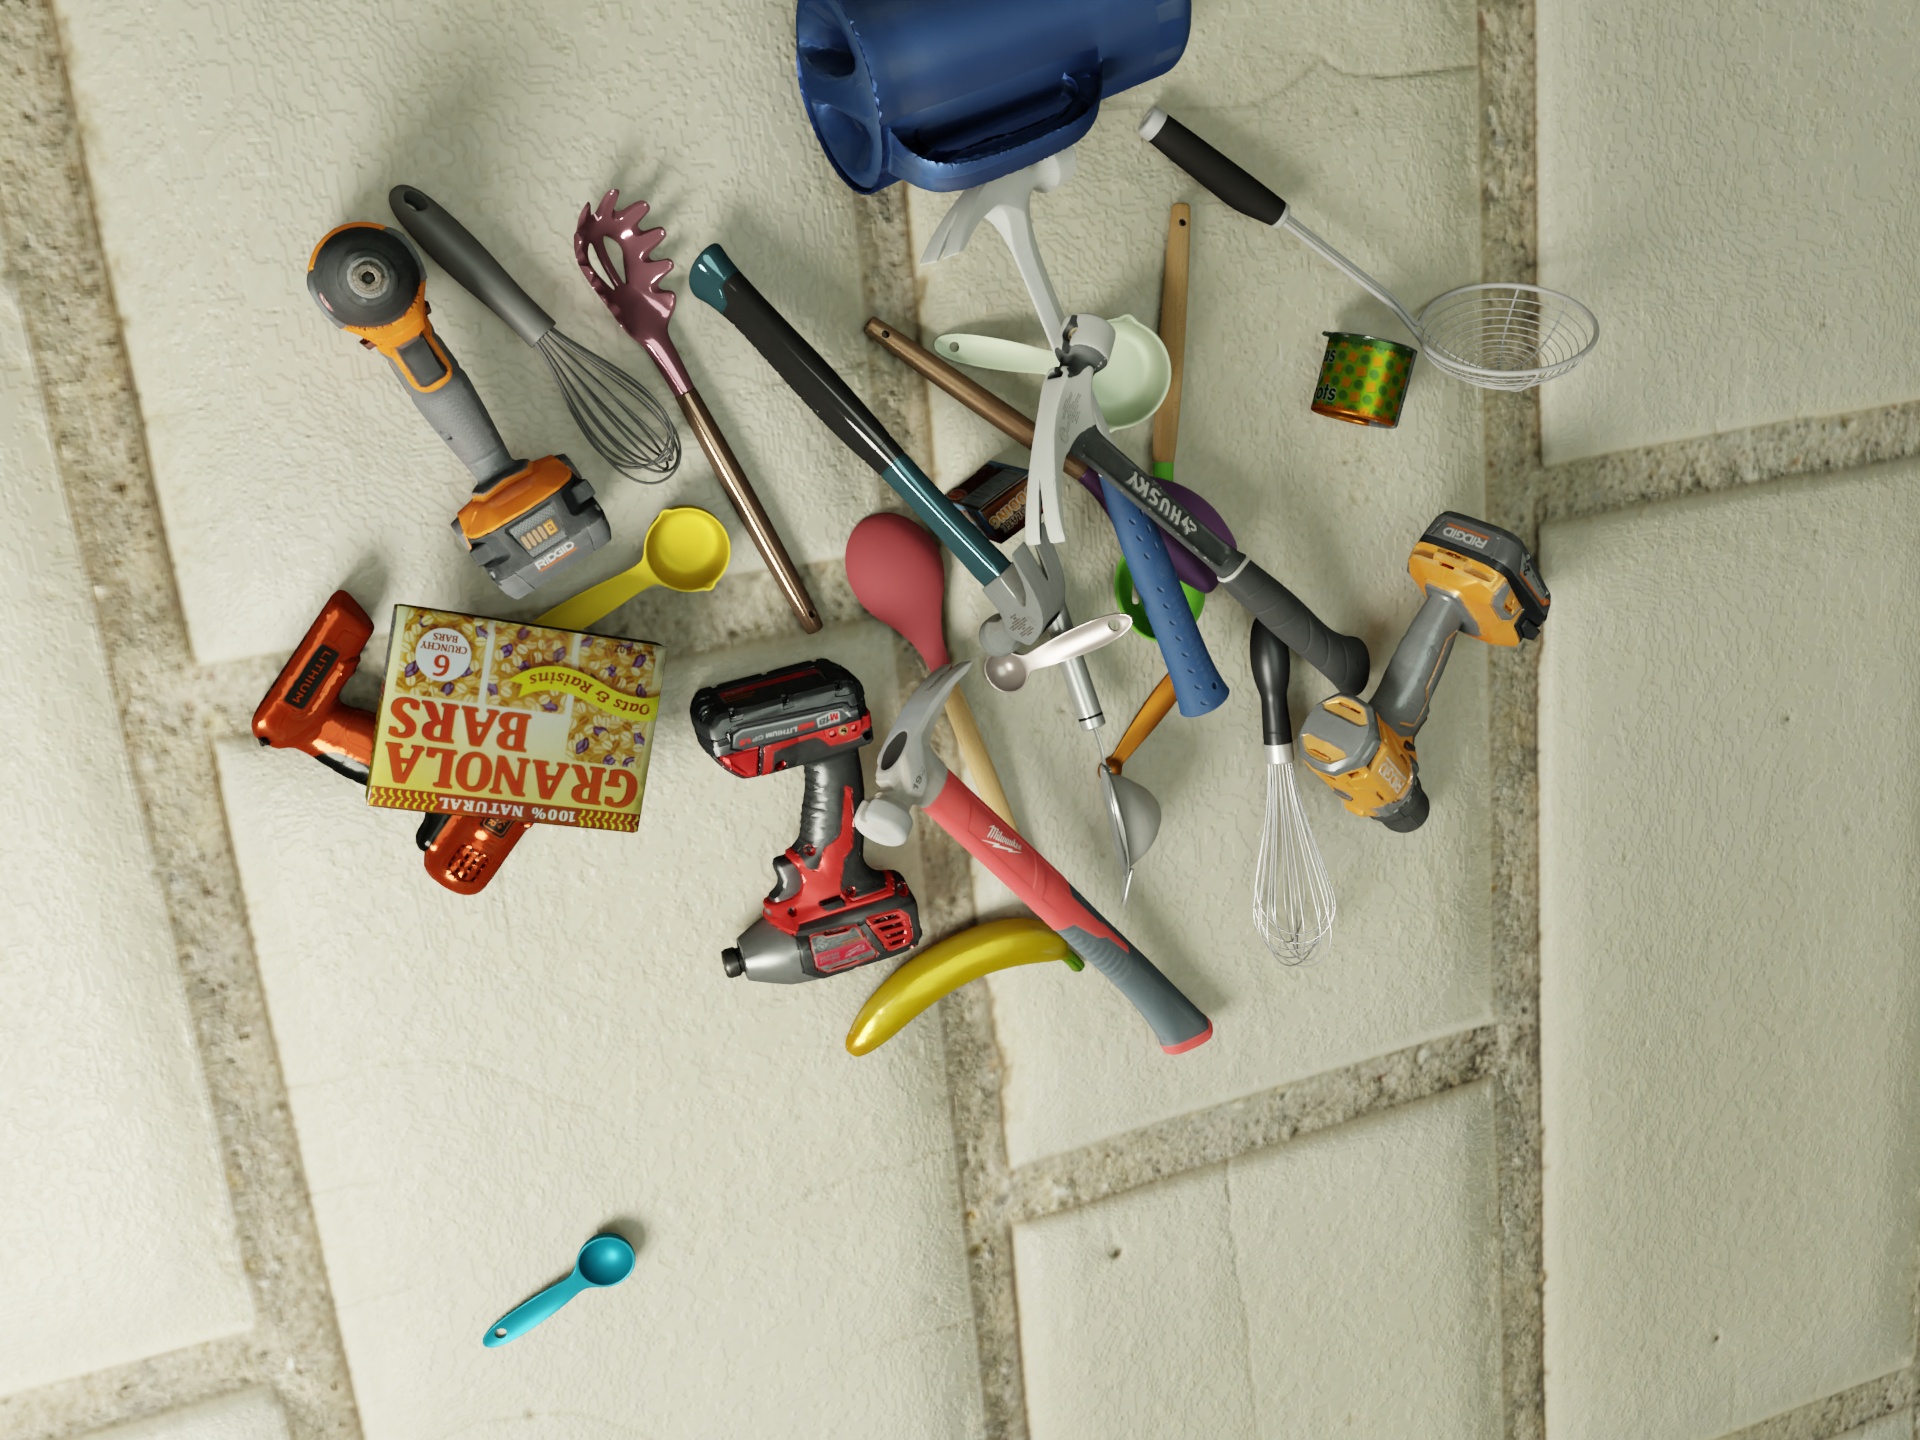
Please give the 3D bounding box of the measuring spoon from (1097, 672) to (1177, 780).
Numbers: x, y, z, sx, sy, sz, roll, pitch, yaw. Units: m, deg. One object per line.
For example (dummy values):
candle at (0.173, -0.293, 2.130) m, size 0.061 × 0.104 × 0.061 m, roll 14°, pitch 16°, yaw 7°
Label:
measuring spoon at (0.144, 0.000, 1.212) m, size 0.021 × 0.011 × 0.117 m, roll 38°, pitch 88°, yaw -22°

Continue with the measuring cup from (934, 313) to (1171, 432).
measuring cup at (0.064, -0.253, 1.123) m, size 0.167 × 0.038 × 0.083 m, roll 9°, pitch 106°, yaw -3°

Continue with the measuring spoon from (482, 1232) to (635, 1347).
measuring spoon at (-0.293, 0.412, 1.155) m, size 0.128 × 0.021 × 0.042 m, roll -34°, pitch 111°, yaw 1°

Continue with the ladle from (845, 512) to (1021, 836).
ladle at (-0.002, -0.004, 1.155) m, size 0.069 × 0.031 × 0.315 m, roll -28°, pitch 111°, yaw -14°

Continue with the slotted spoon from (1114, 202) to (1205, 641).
slotted spoon at (0.152, -0.214, 1.160) m, size 0.070 × 0.031 × 0.313 m, roll 1°, pitch 100°, yaw -10°

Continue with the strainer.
strainer at (0.101, 0.008, 1.166) m, size 0.050 × 0.087 × 0.258 m, roll -19°, pitch 95°, yaw -1°

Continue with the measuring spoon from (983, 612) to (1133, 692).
measuring spoon at (0.071, -0.053, 1.138) m, size 0.124 × 0.018 × 0.034 m, roll -22°, pitch 106°, yaw 30°

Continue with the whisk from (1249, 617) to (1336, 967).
whisk at (0.252, 0.056, 1.238) m, size 0.070 × 0.070 × 0.284 m, roll -10°, pitch 100°, yaw -16°

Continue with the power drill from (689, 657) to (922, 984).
power drill at (-0.114, 0.079, 1.110) m, size 0.143 × 0.079 × 0.219 m, roll -16°, pitch 109°, yaw -14°

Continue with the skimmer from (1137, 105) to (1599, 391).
skimmer at (0.296, -0.351, 1.144) m, size 0.363 × 0.127 × 0.090 m, roll 30°, pitch 133°, yaw -17°

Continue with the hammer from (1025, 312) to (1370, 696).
hammer at (0.181, -0.111, 1.116) m, size 0.408 × 0.036 × 0.149 m, roll 32°, pitch 68°, yaw -41°

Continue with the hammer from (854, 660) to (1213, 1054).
hammer at (0.078, 0.122, 1.176) m, size 0.385 × 0.038 × 0.143 m, roll 45°, pitch 57°, yaw -32°

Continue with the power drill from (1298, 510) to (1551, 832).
power drill at (0.363, -0.024, 1.231) m, size 0.226 × 0.084 × 0.185 m, roll -57°, pitch 139°, yaw -3°

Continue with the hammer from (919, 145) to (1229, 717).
hammer at (0.096, -0.178, 1.080) m, size 0.144 × 0.035 × 0.405 m, roll -43°, pitch 119°, yaw -36°

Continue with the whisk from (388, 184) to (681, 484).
whisk at (-0.267, -0.242, 1.004) m, size 0.055 × 0.055 × 0.238 m, roll -46°, pitch 107°, yaw -4°

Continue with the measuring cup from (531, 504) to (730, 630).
measuring cup at (-0.226, -0.092, 1.065) m, size 0.156 × 0.029 × 0.062 m, roll -29°, pitch 111°, yaw 2°

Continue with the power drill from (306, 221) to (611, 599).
power drill at (-0.301, -0.187, 0.940) m, size 0.084 × 0.164 × 0.226 m, roll -34°, pitch 112°, yaw -9°

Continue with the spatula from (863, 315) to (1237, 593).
spatula at (0.067, -0.192, 1.124) m, size 0.315 × 0.018 × 0.060 m, roll 31°, pitch 91°, yaw -15°

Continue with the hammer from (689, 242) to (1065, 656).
hammer at (-0.055, -0.178, 1.048) m, size 0.331 × 0.128 × 0.033 m, roll 46°, pitch 66°, yaw -7°

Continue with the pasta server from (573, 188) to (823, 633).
pasta server at (-0.165, -0.194, 1.051) m, size 0.060 × 0.040 × 0.316 m, roll -39°, pitch 114°, yaw -28°
